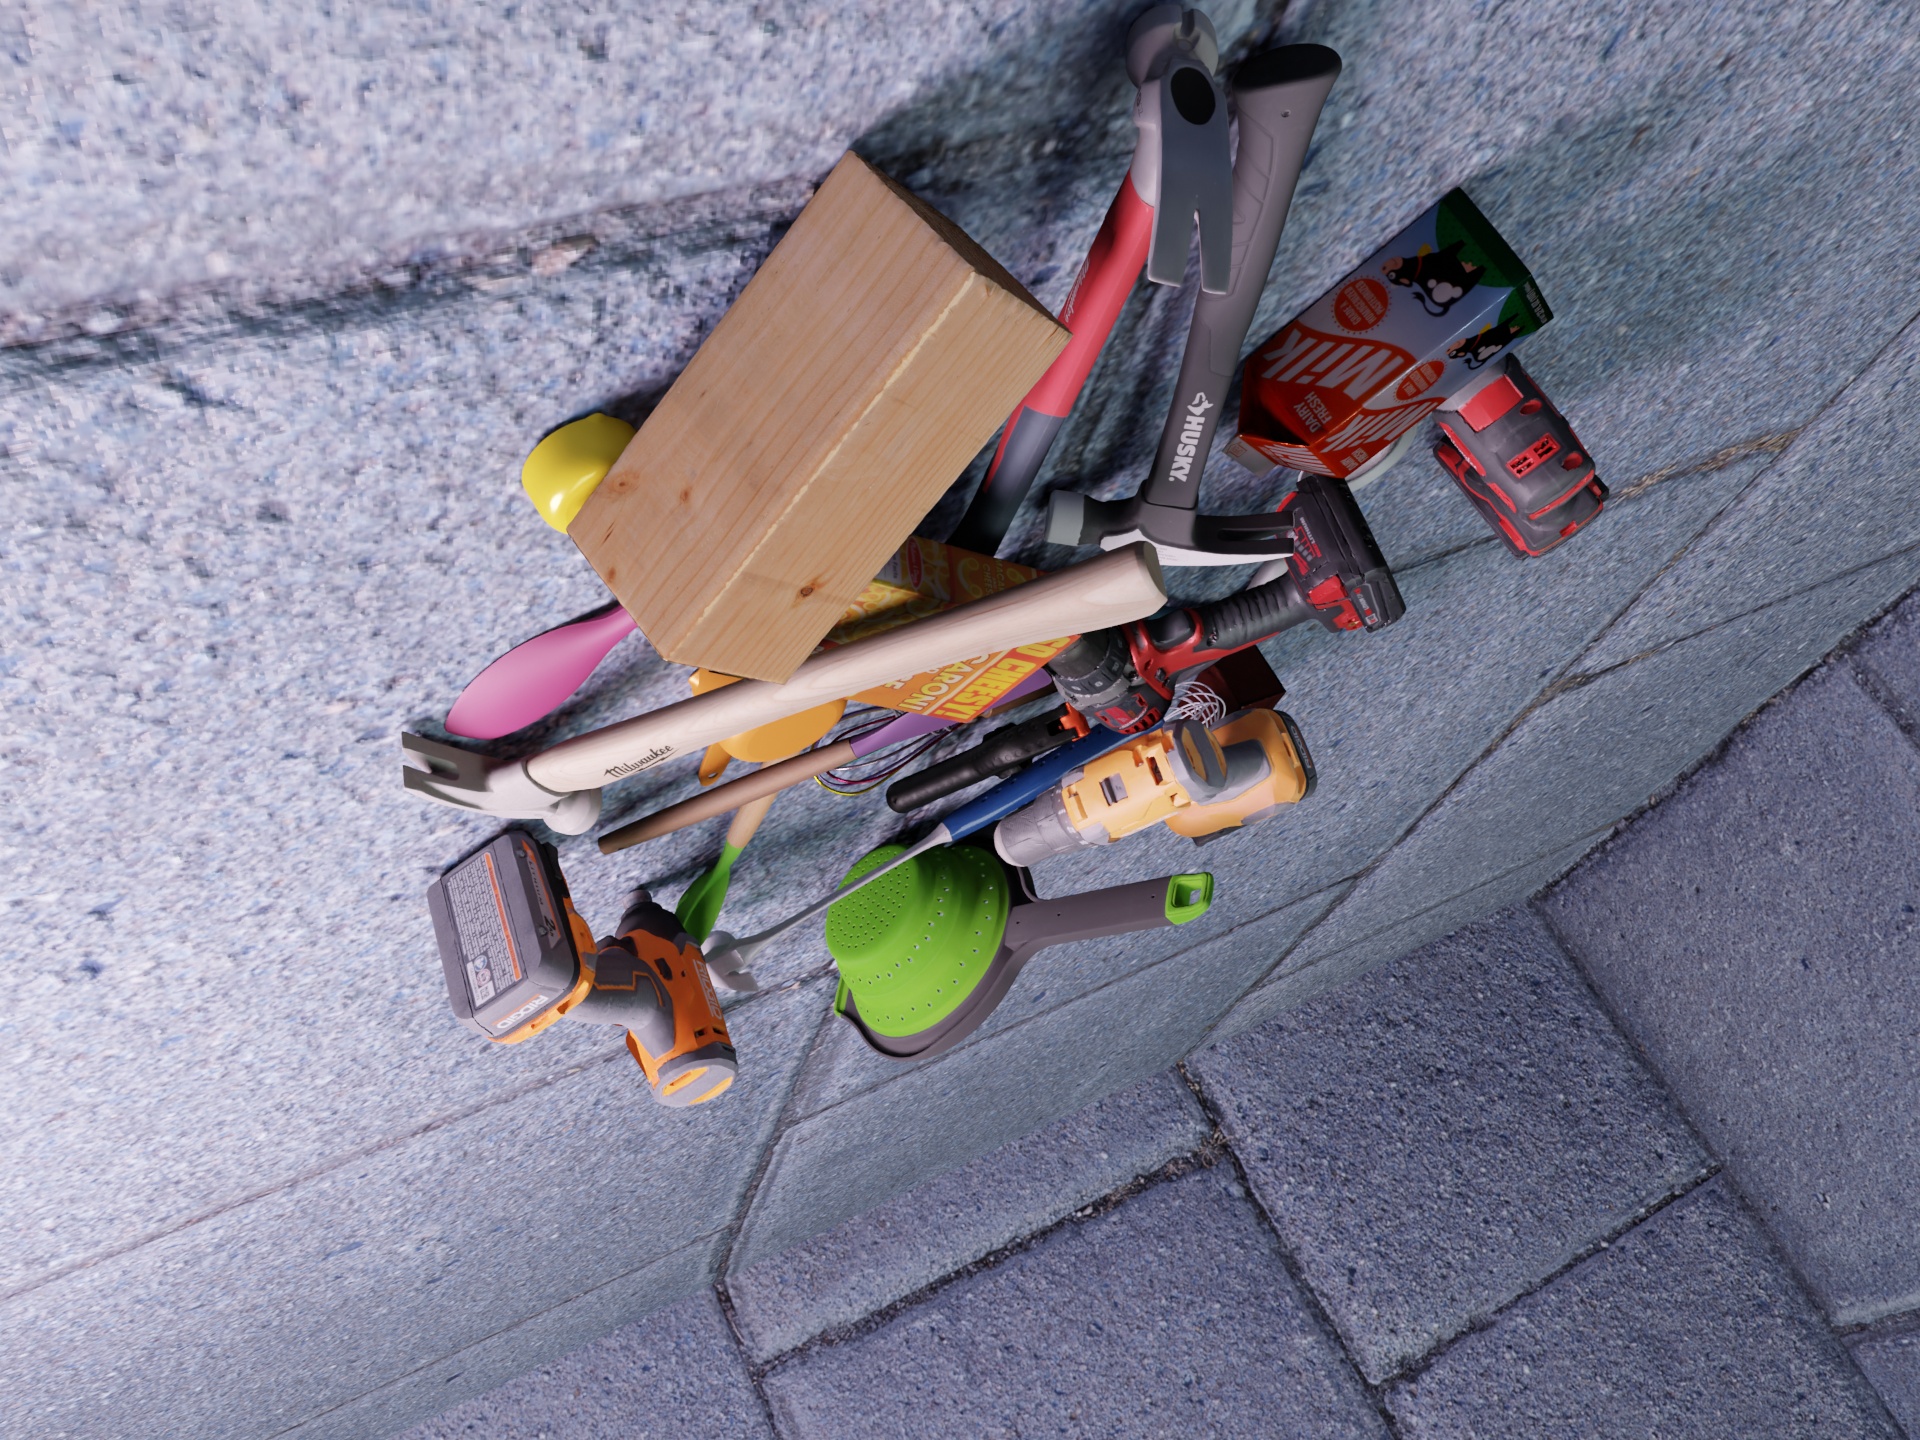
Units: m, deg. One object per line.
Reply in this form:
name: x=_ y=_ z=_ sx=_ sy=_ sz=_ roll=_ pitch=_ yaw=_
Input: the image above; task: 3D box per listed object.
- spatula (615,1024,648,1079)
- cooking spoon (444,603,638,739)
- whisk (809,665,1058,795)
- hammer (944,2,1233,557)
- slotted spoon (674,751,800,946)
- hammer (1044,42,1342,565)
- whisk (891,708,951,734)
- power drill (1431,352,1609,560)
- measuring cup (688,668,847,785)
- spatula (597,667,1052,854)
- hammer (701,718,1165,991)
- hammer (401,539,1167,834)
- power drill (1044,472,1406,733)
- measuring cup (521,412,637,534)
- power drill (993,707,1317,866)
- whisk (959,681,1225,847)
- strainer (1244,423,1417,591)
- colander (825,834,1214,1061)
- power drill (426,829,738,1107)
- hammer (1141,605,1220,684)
spatula: x=-0.289 y=0.249 z=1.312 sx=0.081 sy=0.041 sz=0.322 roll=-30 pitch=157 yaw=2
cooking spoon: x=-0.147 y=-0.073 z=0.822 sx=0.319 sy=0.017 sz=0.068 roll=-34 pitch=158 yaw=19
whisk: x=-0.001 y=-0.002 z=1.129 sx=0.245 sy=0.047 sz=0.051 roll=-20 pitch=155 yaw=-30
hammer: x=0.042 y=-0.145 z=0.782 sx=0.038 sy=0.143 sz=0.386 roll=8 pitch=151 yaw=-12
slotted spoon: x=-0.147 y=0.067 z=1.111 sx=0.313 sy=0.031 sz=0.070 roll=-57 pitch=178 yaw=43
hammer: x=0.139 y=-0.197 z=0.834 sx=0.146 sy=0.035 sz=0.334 roll=8 pitch=145 yaw=-1
whisk: x=-0.047 y=-0.041 z=0.987 sx=0.055 sy=0.055 sz=0.238 roll=-33 pitch=153 yaw=8
power drill: x=0.362 y=-0.188 z=1.061 sx=0.078 sy=0.143 sz=0.219 roll=-38 pitch=163 yaw=17
measuring cup: x=-0.127 y=0.010 z=0.986 sx=0.095 sy=0.052 sz=0.173 roll=-13 pitch=152 yaw=-34
spatula: x=-0.092 y=0.026 z=1.014 sx=0.316 sy=0.018 sz=0.059 roll=-21 pitch=163 yaw=11
hammer: x=-0.018 y=0.092 z=1.223 sx=0.405 sy=0.035 sz=0.144 roll=-30 pitch=-174 yaw=-10
hammer: x=-0.093 y=-0.018 z=0.826 sx=0.410 sy=0.038 sz=0.146 roll=-18 pitch=161 yaw=21
power drill: x=0.158 y=-0.072 z=1.026 sx=0.226 sy=0.080 sz=0.187 roll=-26 pitch=157 yaw=15
measuring cup: x=-0.127 y=-0.116 z=0.748 sx=0.156 sy=0.029 sz=0.062 roll=-12 pitch=152 yaw=-36
power drill: x=0.146 y=0.056 z=1.192 sx=0.185 sy=0.084 sz=0.226 roll=-29 pitch=165 yaw=33
whisk: x=0.105 y=0.055 z=1.361 sx=0.284 sy=0.070 sz=0.070 roll=-34 pitch=158 yaw=23
strainer: x=0.235 y=-0.137 z=1.094 sx=0.087 sy=0.050 sz=0.258 roll=-8 pitch=144 yaw=-31
colander: x=0.015 y=0.150 z=1.257 sx=0.397 sy=0.205 sz=0.094 roll=-17 pitch=136 yaw=41
power drill: x=-0.243 y=0.156 z=1.053 sx=0.084 sy=0.164 sz=0.226 roll=-34 pitch=145 yaw=10
hammer: x=0.117 y=-0.075 z=1.127 sx=0.128 sy=0.033 sz=0.330 roll=-44 pitch=154 yaw=28
